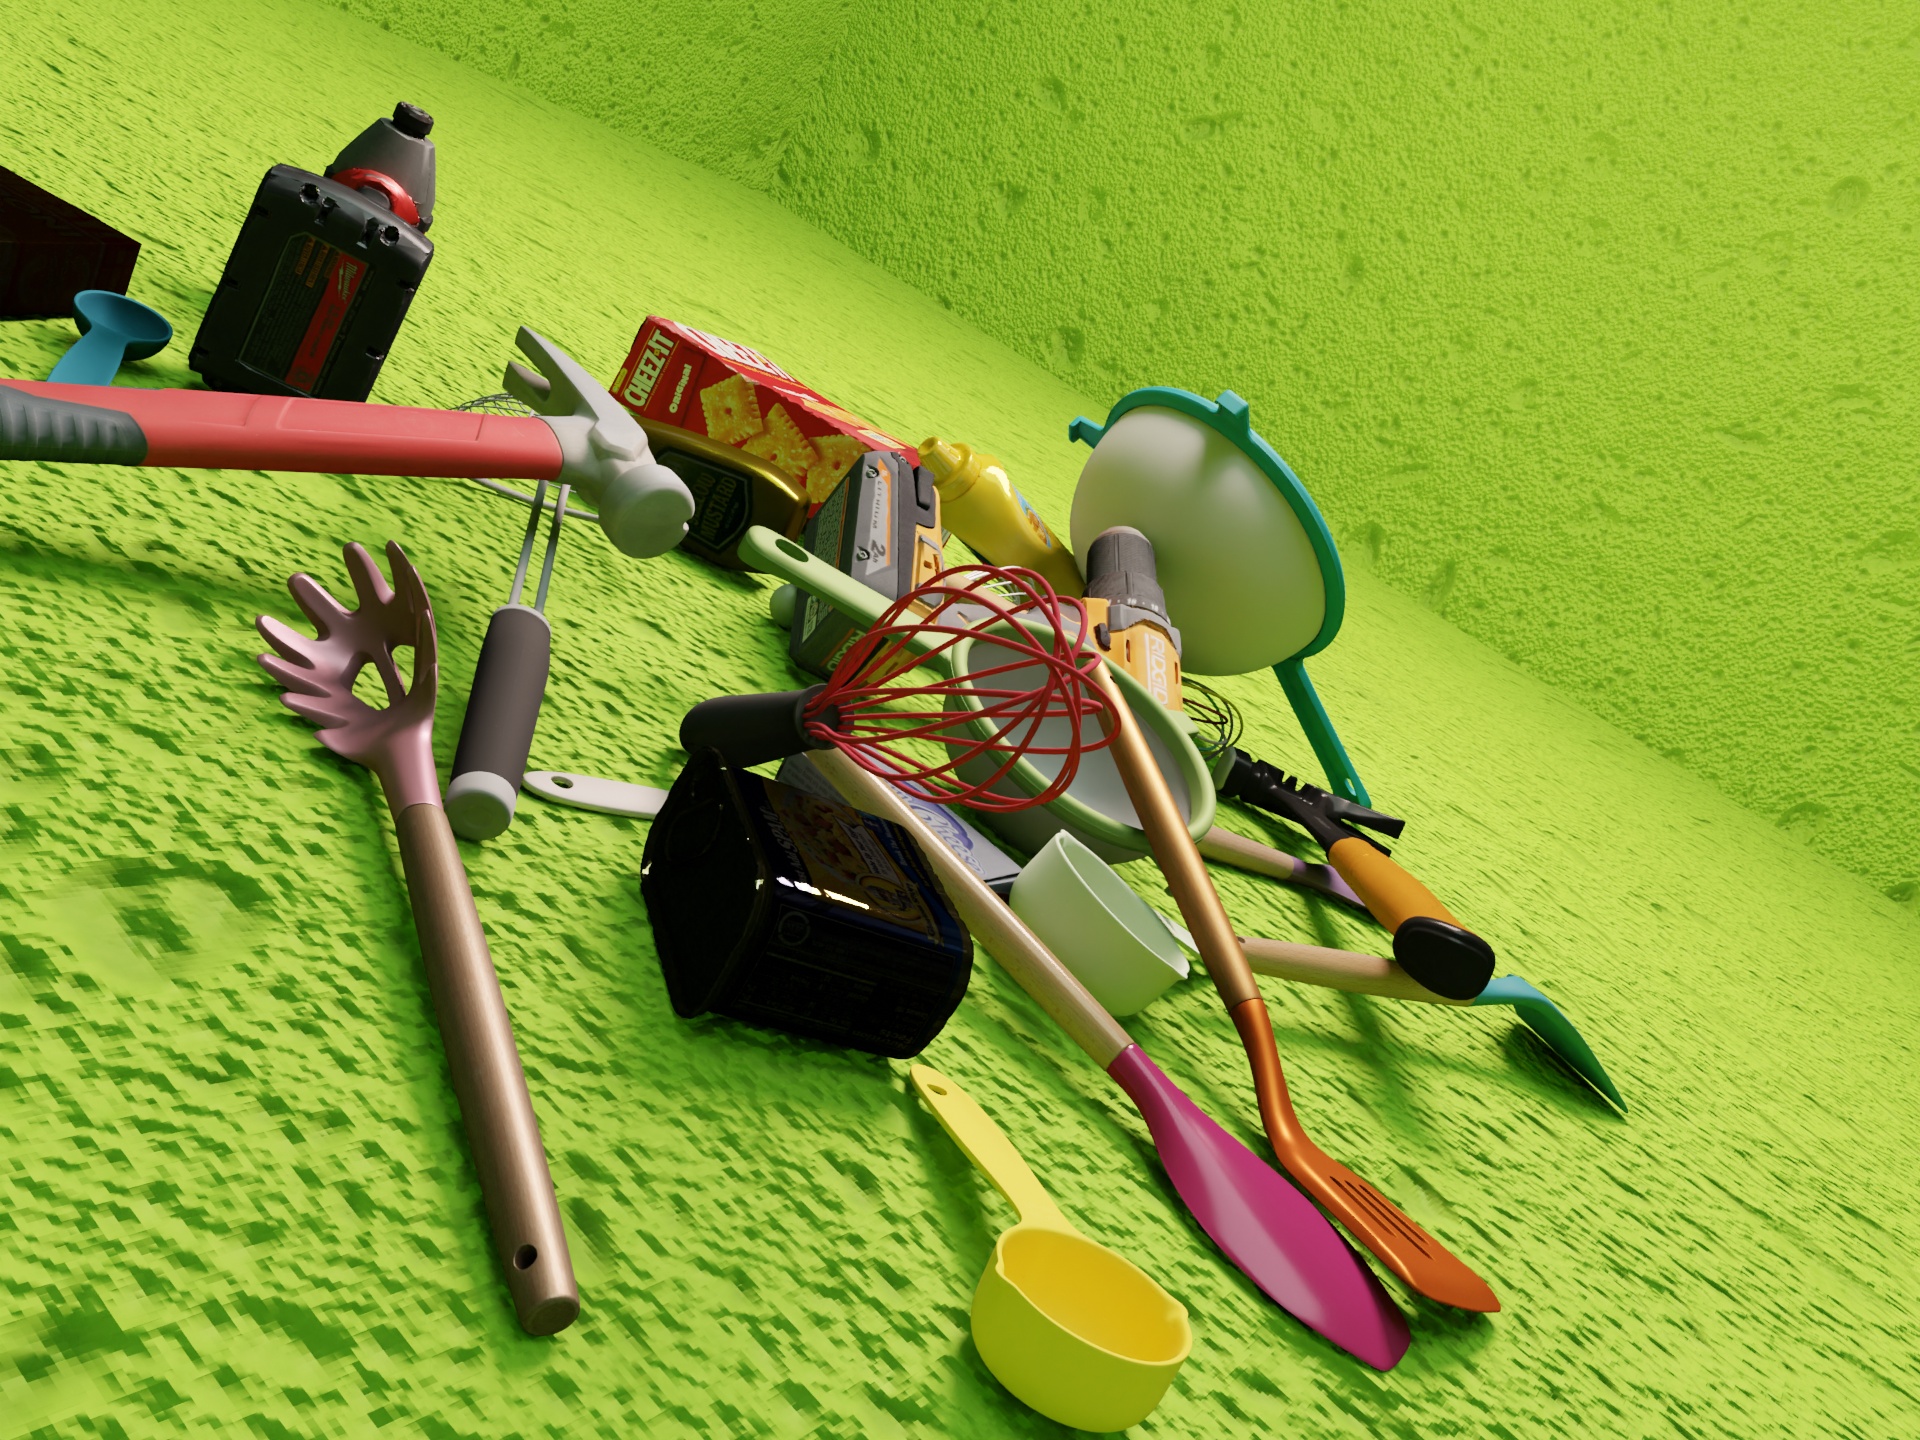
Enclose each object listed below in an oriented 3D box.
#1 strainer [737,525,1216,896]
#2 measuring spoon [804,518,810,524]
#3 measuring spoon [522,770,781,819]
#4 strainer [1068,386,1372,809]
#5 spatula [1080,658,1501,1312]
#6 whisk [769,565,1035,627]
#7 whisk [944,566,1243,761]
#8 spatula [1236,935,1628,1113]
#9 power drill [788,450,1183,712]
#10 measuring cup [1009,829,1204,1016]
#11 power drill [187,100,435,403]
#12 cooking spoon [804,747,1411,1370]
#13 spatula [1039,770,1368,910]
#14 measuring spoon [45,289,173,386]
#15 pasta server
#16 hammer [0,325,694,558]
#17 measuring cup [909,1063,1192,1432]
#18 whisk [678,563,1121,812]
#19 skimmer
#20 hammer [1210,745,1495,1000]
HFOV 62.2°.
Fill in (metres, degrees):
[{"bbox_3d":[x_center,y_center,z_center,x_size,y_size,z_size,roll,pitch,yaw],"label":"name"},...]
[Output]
[{"bbox_3d":[-0.001,-0.002,0.753,0.256,0.069,0.152,30,30,-9],"label":"strainer"},{"bbox_3d":[-0.071,-0.114,1.082,0.117,0.011,0.021,28,10,-15],"label":"measuring spoon"},{"bbox_3d":[-0.109,0.027,0.606,0.124,0.018,0.034,12,25,-43],"label":"measuring spoon"},{"bbox_3d":[0.171,-0.051,1.053,0.340,0.095,0.211,59,-20,-18],"label":"strainer"},{"bbox_3d":[0.114,0.091,0.646,0.081,0.041,0.323,29,31,-46],"label":"spatula"},{"bbox_3d":[-0.026,-0.068,0.959,0.059,0.057,0.246,31,21,31],"label":"whisk"},{"bbox_3d":[0.080,-0.038,0.979,0.244,0.051,0.047,27,-24,-25],"label":"whisk"},{"bbox_3d":[0.227,0.140,0.780,0.317,0.044,0.082,15,22,-36],"label":"spatula"},{"bbox_3d":[0.027,-0.066,0.884,0.226,0.084,0.186,22,48,-23],"label":"power drill"},{"bbox_3d":[0.073,0.099,0.680,0.083,0.038,0.167,51,9,31],"label":"measuring cup"},{"bbox_3d":[-0.319,-0.242,0.826,0.078,0.143,0.220,25,20,-23],"label":"power drill"},{"bbox_3d":[0.041,0.104,0.581,0.319,0.017,0.068,44,22,22],"label":"cooking spoon"},{"bbox_3d":[0.165,0.076,0.902,0.315,0.018,0.060,19,15,-33],"label":"spatula"},{"bbox_3d":[-0.381,-0.154,0.699,0.042,0.021,0.129,22,28,-24],"label":"measuring spoon"},{"bbox_3d":[-0.156,0.041,0.460,0.317,0.060,0.040,53,-7,47],"label":"pasta server"},{"bbox_3d":[-0.288,-0.111,0.560,0.386,0.038,0.143,-5,41,-45],"label":"hammer"},{"bbox_3d":[0.012,0.148,0.463,0.062,0.029,0.157,21,8,-26],"label":"measuring cup"},{"bbox_3d":[-0.039,-0.003,0.542,0.073,0.073,0.296,21,-14,-26],"label":"whisk"},{"bbox_3d":[-0.187,-0.048,0.676,0.127,0.090,0.364,18,30,-19],"label":"skimmer"},{"bbox_3d":[0.223,0.082,0.861,0.127,0.034,0.337,24,9,-5],"label":"hammer"}]
